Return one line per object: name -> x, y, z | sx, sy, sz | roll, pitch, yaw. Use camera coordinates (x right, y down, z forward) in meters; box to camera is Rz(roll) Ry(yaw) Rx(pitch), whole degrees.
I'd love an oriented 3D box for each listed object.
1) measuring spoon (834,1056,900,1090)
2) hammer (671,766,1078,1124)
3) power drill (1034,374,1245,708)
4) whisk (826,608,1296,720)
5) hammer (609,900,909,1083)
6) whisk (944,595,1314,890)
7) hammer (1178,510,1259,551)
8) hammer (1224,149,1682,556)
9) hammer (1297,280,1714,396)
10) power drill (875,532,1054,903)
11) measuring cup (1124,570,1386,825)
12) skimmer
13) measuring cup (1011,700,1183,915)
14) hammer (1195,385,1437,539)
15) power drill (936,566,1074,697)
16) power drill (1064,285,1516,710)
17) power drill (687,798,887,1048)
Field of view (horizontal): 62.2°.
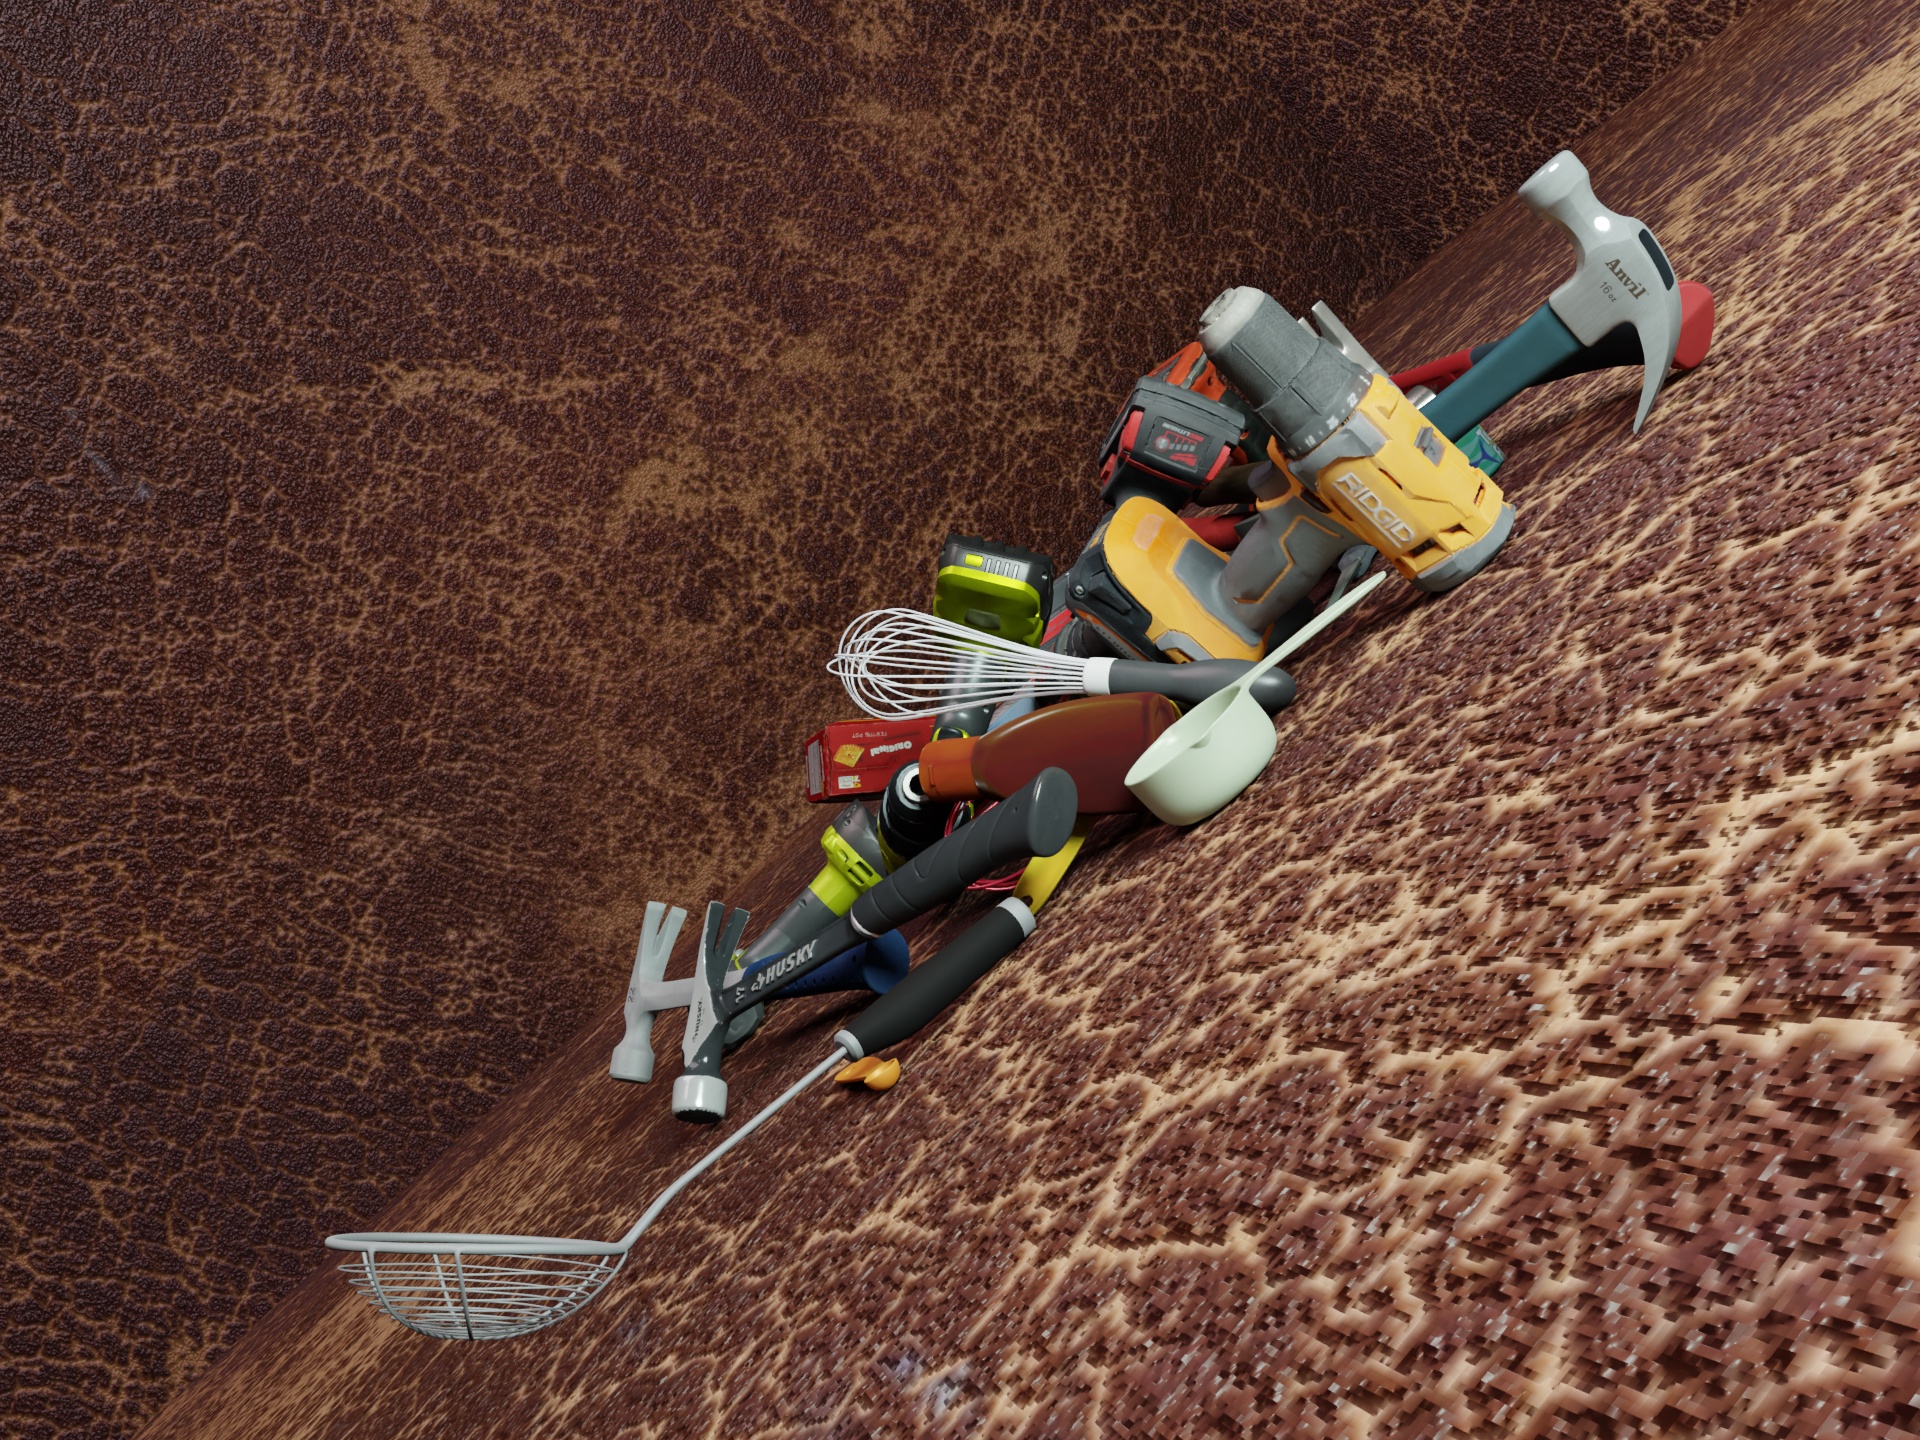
measuring spoon -> -0.049, 0.187, 0.835 | 0.021, 0.011, 0.117 | -35, -2, -19
hammer -> -0.065, 0.122, 0.960 | 0.409, 0.036, 0.149 | -36, 43, 44
power drill -> 0.119, -0.115, 1.076 | 0.188, 0.080, 0.227 | 121, 169, -74
whisk -> 0.051, -0.027, 0.907 | 0.285, 0.070, 0.070 | 5, 28, 26
hammer -> -0.155, 0.183, 1.147 | 0.405, 0.035, 0.144 | -21, 57, 54
whisk -> 0.105, 0.008, 0.968 | 0.296, 0.073, 0.073 | -36, 3, -15
hammer -> 0.222, -0.149, 1.192 | 0.149, 0.036, 0.359 | -42, 9, -3
hammer -> 0.242, -0.148, 0.866 | 0.033, 0.128, 0.331 | -44, 2, -41
hammer -> 0.319, -0.226, 0.968 | 0.038, 0.143, 0.386 | -45, 8, -2
power drill -> -0.002, -0.003, 1.057 | 0.190, 0.080, 0.229 | 88, -163, -70
measuring cup -> 0.156, -0.009, 0.790 | 0.167, 0.038, 0.083 | -40, 4, -2
skimmer -> -0.117, 0.170, 0.766 | 0.363, 0.090, 0.127 | -35, 0, -27
measuring cup -> 0.076, 0.054, 0.901 | 0.156, 0.062, 0.029 | -55, -36, -10
hammer -> 0.214, -0.162, 1.089 | 0.130, 0.031, 0.331 | -41, 10, -1
power drill -> 0.053, -0.059, 1.357 | 0.143, 0.078, 0.220 | -35, 5, -8
power drill -> 0.150, -0.114, 0.848 | 0.226, 0.185, 0.084 | -34, 19, 51
power drill -> -0.140, 0.173, 1.355 | 0.223, 0.080, 0.171 | -45, 5, -5
